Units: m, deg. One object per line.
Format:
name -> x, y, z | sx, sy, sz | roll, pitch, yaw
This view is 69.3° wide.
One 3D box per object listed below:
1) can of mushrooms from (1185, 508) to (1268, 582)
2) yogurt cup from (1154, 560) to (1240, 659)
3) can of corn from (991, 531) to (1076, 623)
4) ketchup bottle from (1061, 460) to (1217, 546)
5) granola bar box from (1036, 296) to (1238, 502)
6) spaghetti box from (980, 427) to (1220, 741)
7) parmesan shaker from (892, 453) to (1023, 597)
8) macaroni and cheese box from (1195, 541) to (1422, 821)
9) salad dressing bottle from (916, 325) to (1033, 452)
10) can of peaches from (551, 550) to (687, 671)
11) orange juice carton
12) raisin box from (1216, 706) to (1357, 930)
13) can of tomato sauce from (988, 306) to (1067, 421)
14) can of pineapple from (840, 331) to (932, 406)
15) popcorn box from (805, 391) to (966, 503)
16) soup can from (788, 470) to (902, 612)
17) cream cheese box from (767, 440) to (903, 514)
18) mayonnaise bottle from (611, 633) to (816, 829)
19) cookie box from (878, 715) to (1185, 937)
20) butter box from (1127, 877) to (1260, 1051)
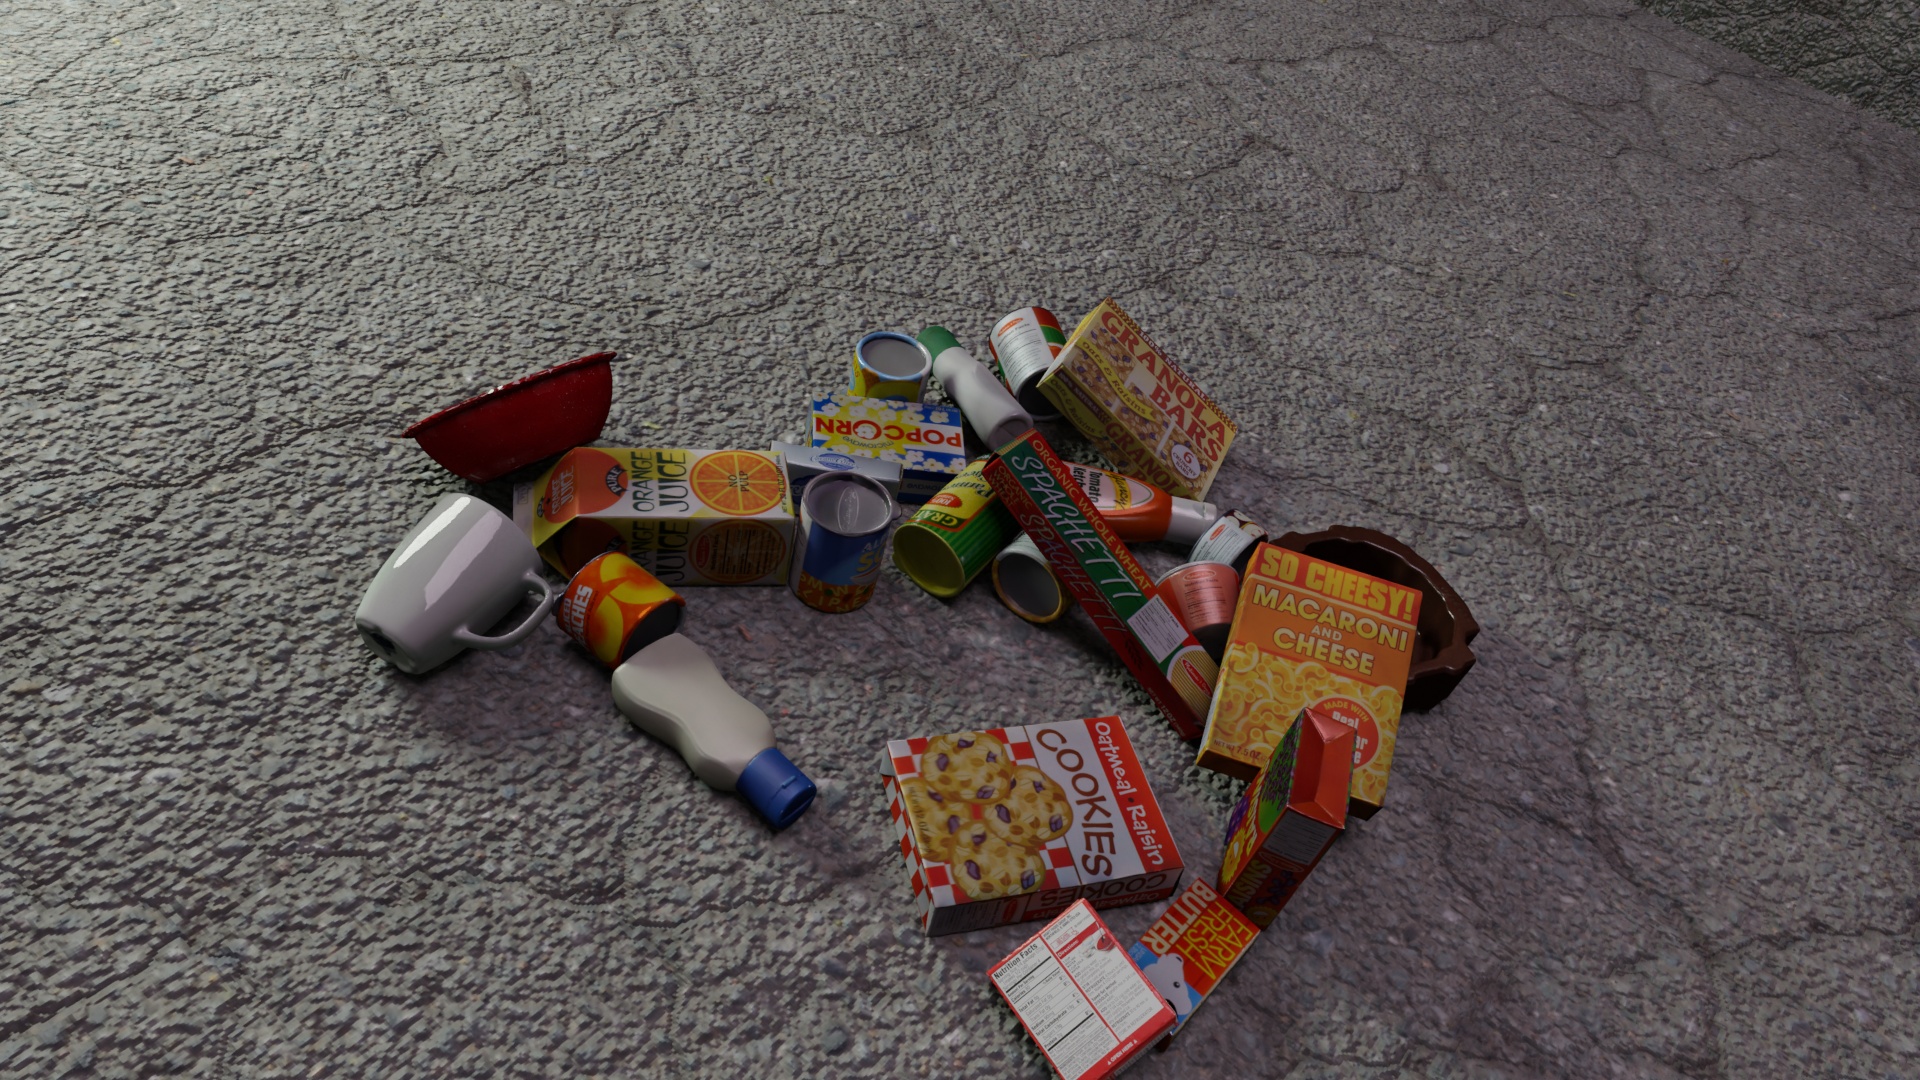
can of mushrooms -> 0.212, 0.010, 1.103 | 0.033, 0.070, 0.071 | 40, 48, 24
yogurt cup -> 0.183, 0.055, 1.049 | 0.072, 0.072, 0.054 | 1, 53, -16
can of corn -> 0.066, 0.023, 1.047 | 0.071, 0.070, 0.058 | 33, 46, 18
ketchup bottle -> 0.131, -0.025, 1.125 | 0.149, 0.043, 0.065 | 11, 45, -2
granola bar box -> 0.153, -0.113, 1.182 | 0.165, 0.039, 0.125 | 44, 43, -9
spaghetti box -> 0.108, 0.030, 1.005 | 0.050, 0.028, 0.250 | -35, 87, -40
parmesan shaker -> 0.004, -0.013, 1.056 | 0.071, 0.071, 0.103 | 33, 52, 17
macaroni and cheese box -> 0.246, 0.096, 0.975 | 0.124, 0.040, 0.167 | 18, 63, 5
salad dressing bottle -> 0.008, -0.133, 1.198 | 0.064, 0.044, 0.148 | 31, 17, -48
can of peaches -> -0.227, 0.050, 0.927 | 0.058, 0.070, 0.071 | 34, 46, 17
orange juice carton -> -0.220, -0.017, 0.994 | 0.193, 0.072, 0.072 | 0, 45, -16
raisin box -> 0.205, 0.178, 0.883 | 0.040, 0.122, 0.086 | 21, 43, 3
can of tomato sauce -> 0.069, -0.155, 1.230 | 0.071, 0.070, 0.083 | -2, 47, -19
can of pineapple -> -0.063, -0.135, 1.174 | 0.071, 0.057, 0.071 | 8, 44, -8
popcorn box -> -0.061, -0.074, 1.125 | 0.127, 0.038, 0.085 | 5, 45, -12
soup can -> -0.084, 0.002, 1.007 | 0.071, 0.083, 0.072 | 9, 44, -8
cream cheese box -> -0.100, -0.042, 1.070 | 0.104, 0.053, 0.024 | 10, 41, -7
mayonnaise bottle -> -0.156, 0.124, 0.892 | 0.148, 0.041, 0.065 | 39, 49, 21
cookie box -> 0.044, 0.180, 0.895 | 0.168, 0.040, 0.123 | -4, 47, -19
butter box -> 0.135, 0.258, 0.852 | 0.053, 0.024, 0.104 | 38, 47, 21
